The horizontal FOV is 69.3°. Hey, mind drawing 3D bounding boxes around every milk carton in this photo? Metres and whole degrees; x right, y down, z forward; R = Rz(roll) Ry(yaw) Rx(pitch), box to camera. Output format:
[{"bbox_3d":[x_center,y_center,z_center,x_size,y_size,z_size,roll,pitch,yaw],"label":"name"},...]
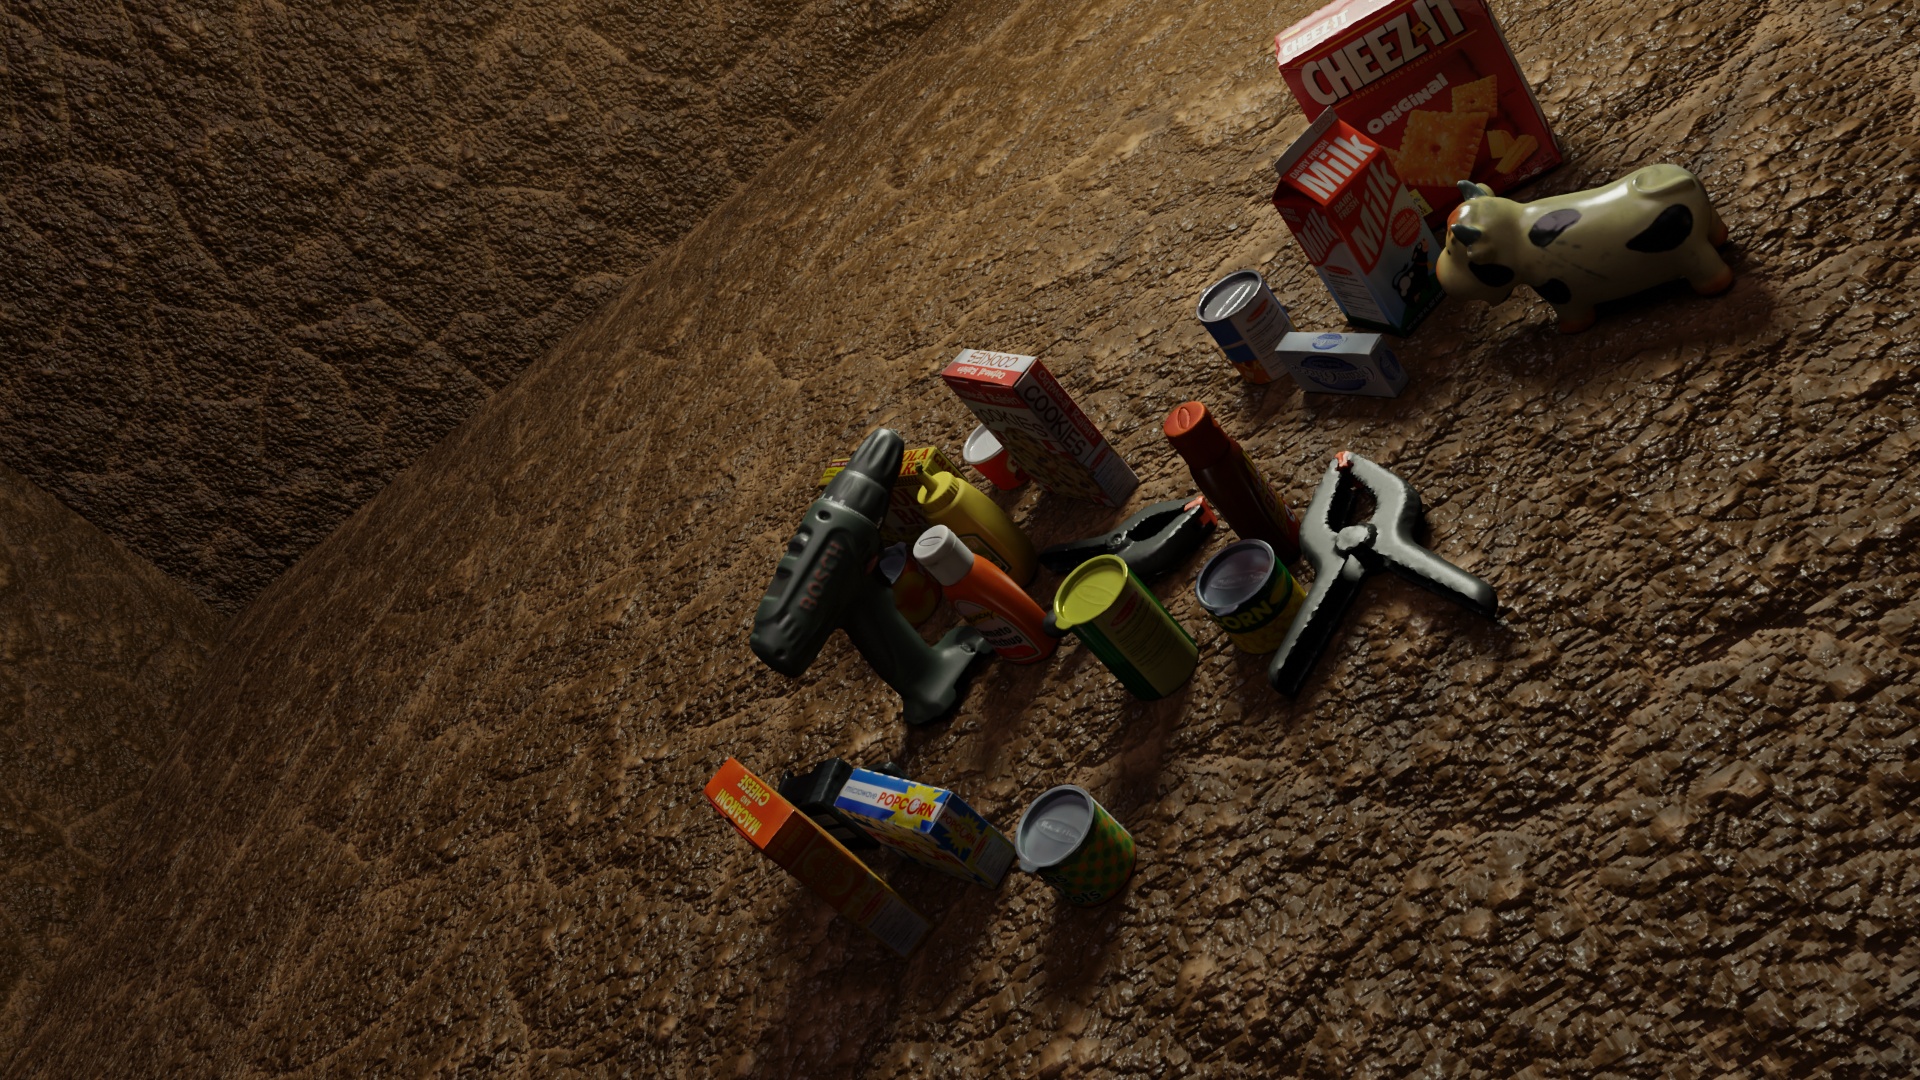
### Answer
[{"bbox_3d":[0.329,-0.265,1.157,0.072,0.190,0.073,-47,30,-5],"label":"milk carton"}]

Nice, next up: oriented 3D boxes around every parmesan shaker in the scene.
[{"bbox_3d":[0.126,0.070,1.065,0.071,0.103,0.072,-30,33,22],"label":"parmesan shaker"}]

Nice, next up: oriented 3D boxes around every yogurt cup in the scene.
[{"bbox_3d":[0.044,-0.088,1.410,0.072,0.054,0.073,-30,33,22],"label":"yogurt cup"}]

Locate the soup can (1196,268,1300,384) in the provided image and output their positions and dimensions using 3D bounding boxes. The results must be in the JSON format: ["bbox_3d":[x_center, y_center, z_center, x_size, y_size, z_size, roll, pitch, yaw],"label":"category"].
[{"bbox_3d":[0.261,-0.193,1.253,0.071,0.083,0.072,-30,33,22],"label":"soup can"}]

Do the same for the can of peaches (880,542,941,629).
[{"bbox_3d":[-0.060,0.047,1.360,0.071,0.058,0.071,-30,33,22],"label":"can of peaches"}]

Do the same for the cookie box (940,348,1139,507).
[{"bbox_3d":[0.072,-0.104,1.283,0.040,0.167,0.123,-52,31,-13],"label":"cookie box"}]

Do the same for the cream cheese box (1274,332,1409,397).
[{"bbox_3d":[0.318,-0.147,1.159,0.024,0.053,0.104,-53,31,-15],"label":"cream cheese box"}]

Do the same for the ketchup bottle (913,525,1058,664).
[{"bbox_3d":[0.019,0.046,1.177,0.064,0.148,0.044,-9,44,45],"label":"ketchup bottle"}]

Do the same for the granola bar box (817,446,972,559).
[{"bbox_3d":[-0.047,-0.035,1.381,0.165,0.124,0.039,-3,49,48],"label":"granola bar box"}]

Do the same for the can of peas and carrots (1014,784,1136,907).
[{"bbox_3d":[0.080,0.218,0.978,0.071,0.058,0.071,-30,33,22],"label":"can of peas and carrots"}]

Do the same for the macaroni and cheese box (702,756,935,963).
[{"bbox_3d":[-0.110,0.244,1.064,0.040,0.166,0.124,-51,31,-12],"label":"macaroni and cheese box"}]

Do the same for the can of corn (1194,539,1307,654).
[{"bbox_3d":[0.217,0.044,1.034,0.071,0.058,0.071,-30,33,22],"label":"can of corn"}]

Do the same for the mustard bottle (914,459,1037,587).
[{"bbox_3d":[0.004,-0.016,1.261,0.065,0.160,0.049,-19,38,36],"label":"mustard bottle"}]

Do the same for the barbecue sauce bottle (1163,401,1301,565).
[{"bbox_3d":[0.209,-0.044,1.065,0.043,0.148,0.065,-29,33,25],"label":"barbecue sauce bottle"}]

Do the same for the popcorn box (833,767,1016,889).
[{"bbox_3d":[-0.029,0.222,1.077,0.126,0.085,0.038,2,53,51],"label":"popcorn box"}]
